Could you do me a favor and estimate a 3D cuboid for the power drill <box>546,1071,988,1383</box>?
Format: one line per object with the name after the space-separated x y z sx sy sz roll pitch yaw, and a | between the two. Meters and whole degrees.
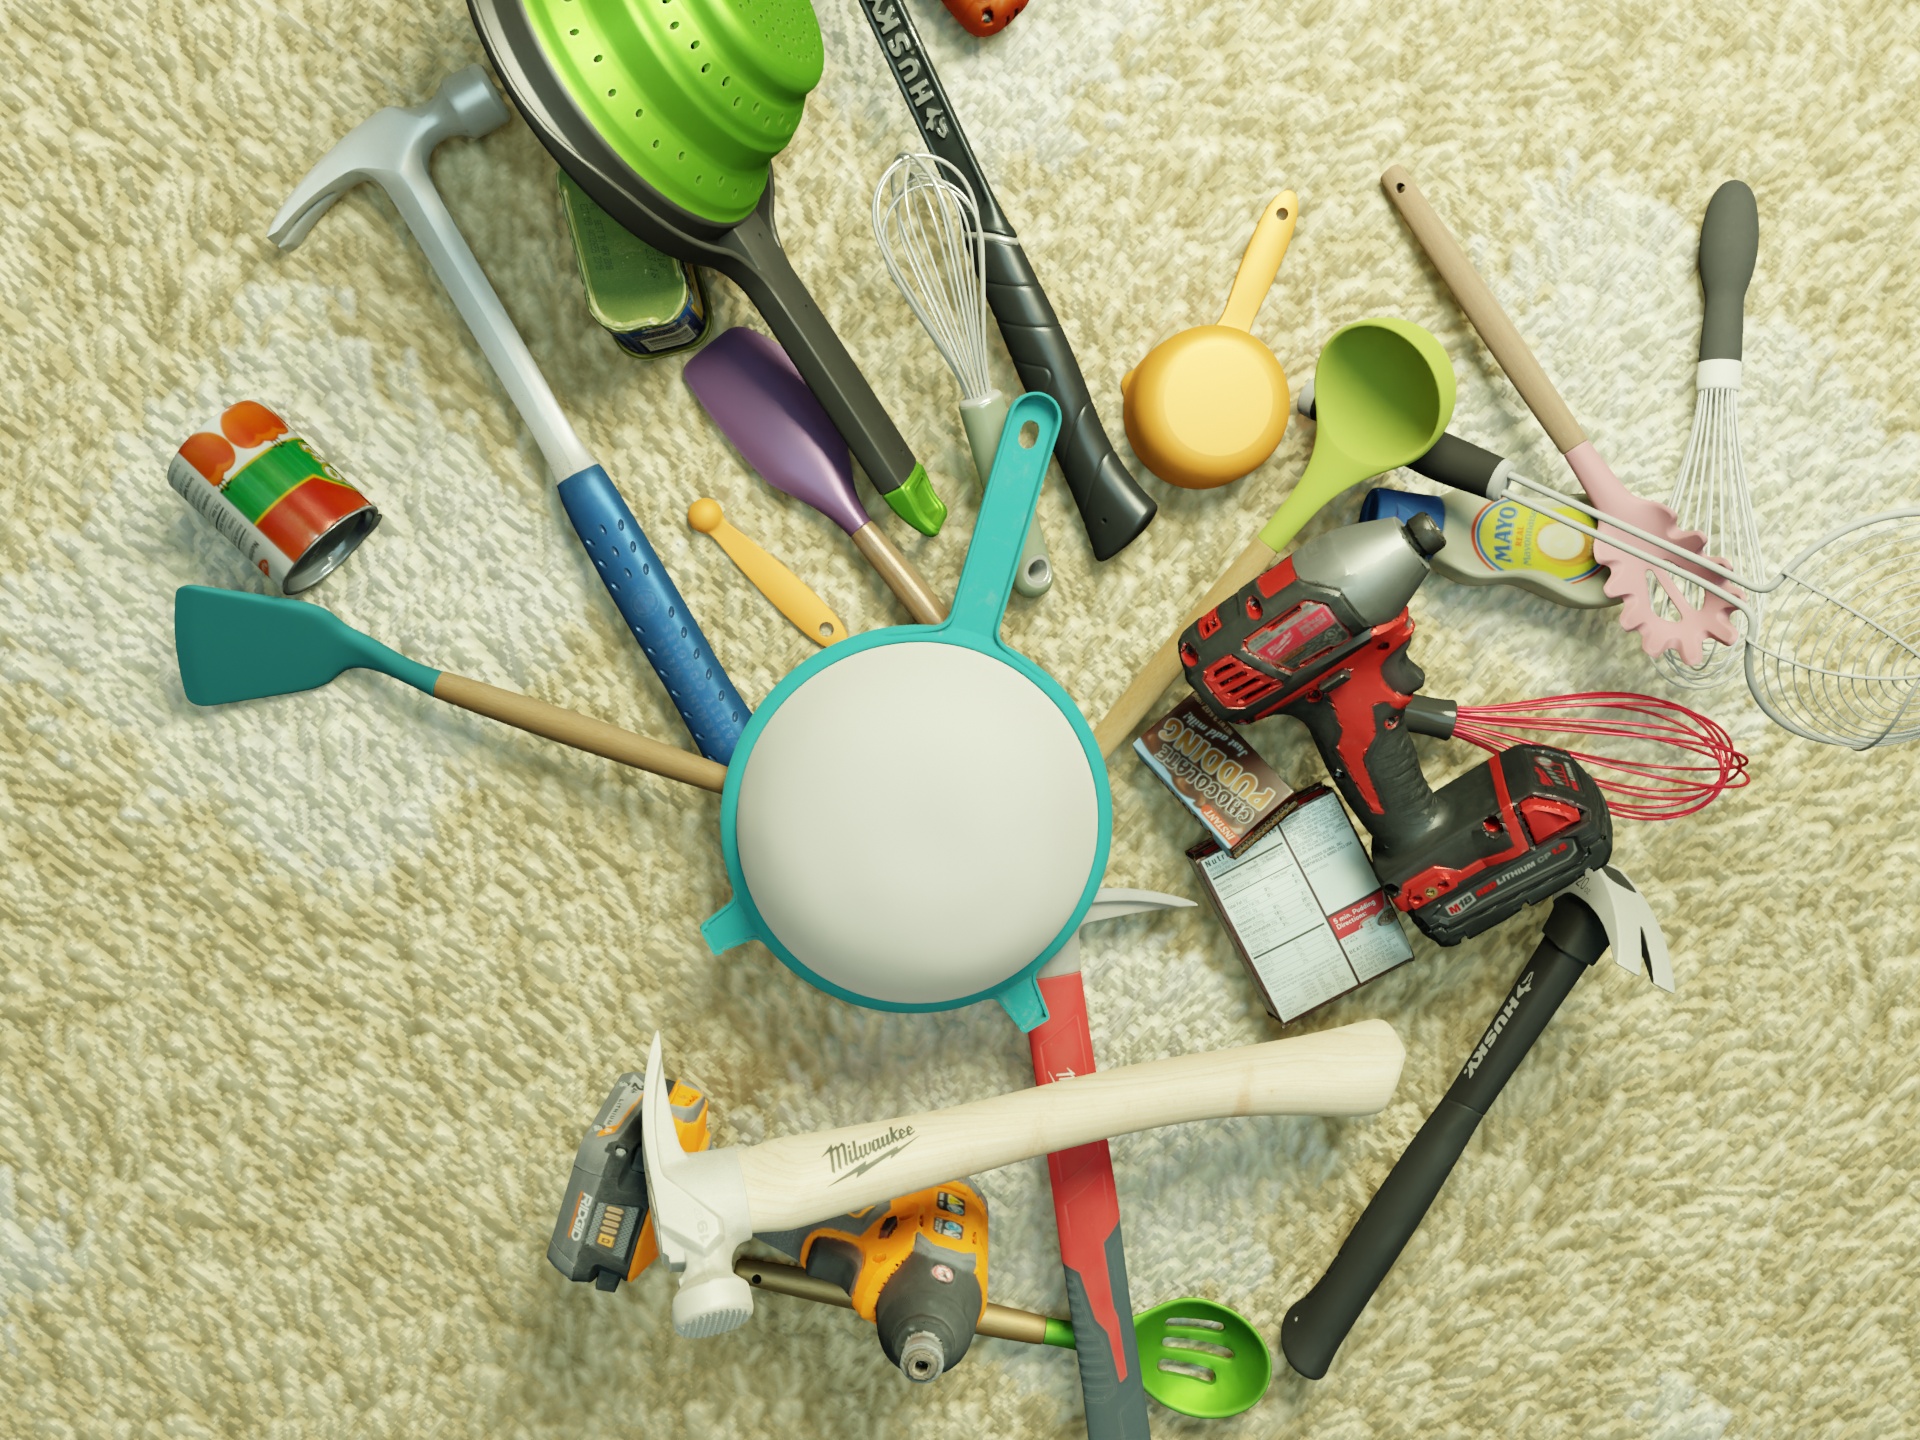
-0.094 0.273 0.841 0.226 0.164 0.084 18 99 -2 | power drill

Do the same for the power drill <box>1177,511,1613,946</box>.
0.231 -0.001 0.820 0.143 0.079 0.219 -36 107 25 | power drill

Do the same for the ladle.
0.143 -0.075 0.851 0.078 0.062 0.320 45 107 22 | ladle

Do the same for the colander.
-0.089 -0.269 0.791 0.094 0.205 0.396 -23 115 26 | colander

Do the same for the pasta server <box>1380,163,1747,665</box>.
0.317 -0.170 0.858 0.060 0.040 0.316 -34 83 22 | pasta server

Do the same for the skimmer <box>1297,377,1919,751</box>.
0.344 -0.103 0.819 0.364 0.090 0.127 33 126 30 | skimmer

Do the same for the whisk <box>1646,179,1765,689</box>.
0.419 -0.159 0.886 0.070 0.070 0.284 4 89 -3 | whisk

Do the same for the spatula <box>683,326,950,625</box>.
-0.037 -0.087 0.880 0.060 0.018 0.316 -38 91 -3 | spatula

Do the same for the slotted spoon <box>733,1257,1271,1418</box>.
0.023 0.346 0.921 0.313 0.031 0.070 11 94 -2 | slotted spoon

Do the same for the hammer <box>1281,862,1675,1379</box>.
0.274 0.226 0.881 0.035 0.146 0.334 27 101 -7 | hammer

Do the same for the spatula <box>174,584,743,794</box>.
-0.261 -0.004 0.856 0.317 0.044 0.082 18 128 2 | spatula

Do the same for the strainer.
-0.001 -0.003 0.809 0.211 0.095 0.340 15 96 -7 | strainer

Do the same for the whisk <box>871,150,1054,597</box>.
0.007 -0.179 0.847 0.058 0.059 0.246 -26 113 -19 | whisk

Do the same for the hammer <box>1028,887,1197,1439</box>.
0.088 0.289 0.892 0.143 0.038 0.386 -9 88 -3 | hammer

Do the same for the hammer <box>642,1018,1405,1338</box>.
0.042 0.200 0.830 0.410 0.038 0.146 -7 54 -18 | hammer

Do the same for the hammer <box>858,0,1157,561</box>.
0.003 -0.273 0.845 0.149 0.036 0.408 -18 104 35 | hammer

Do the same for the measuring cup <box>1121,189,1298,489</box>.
0.152 -0.211 0.867 0.095 0.052 0.173 22 95 -4 | measuring cup

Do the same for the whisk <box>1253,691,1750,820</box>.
0.293 0.004 0.891 0.296 0.073 0.073 11 94 1 | whisk

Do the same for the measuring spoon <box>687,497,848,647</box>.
-0.107 -0.081 0.887 0.117 0.011 0.021 43 92 -5 | measuring spoon

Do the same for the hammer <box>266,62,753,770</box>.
-0.219 -0.140 0.865 0.144 0.035 0.405 -29 95 0 | hammer
